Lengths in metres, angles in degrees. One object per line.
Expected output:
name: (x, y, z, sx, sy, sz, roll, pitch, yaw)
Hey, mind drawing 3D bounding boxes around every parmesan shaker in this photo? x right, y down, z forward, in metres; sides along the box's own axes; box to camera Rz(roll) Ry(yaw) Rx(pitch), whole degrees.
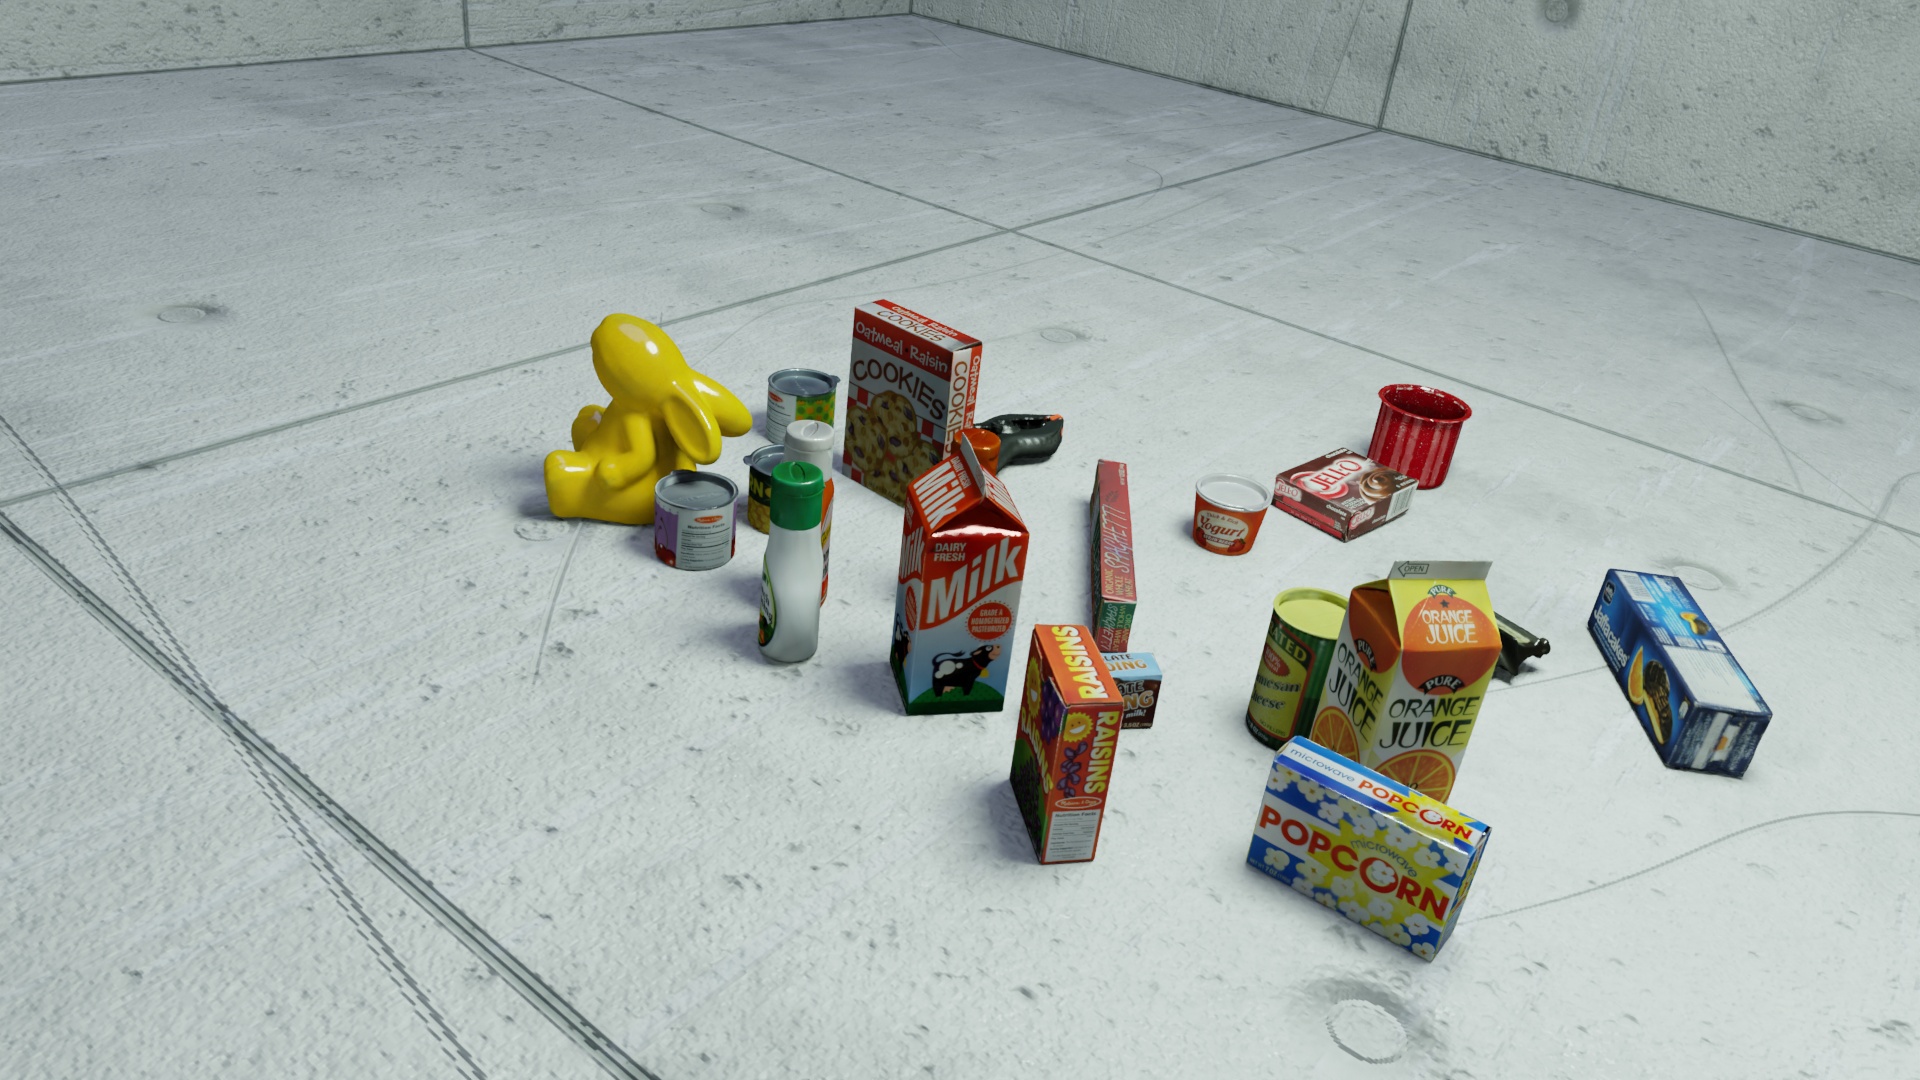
parmesan shaker: (0.246, 0.095, 0.985, 0.071, 0.102, 0.071, 6, 29, -3)

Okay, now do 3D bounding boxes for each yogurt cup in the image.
yogurt cup: (0.240, -0.022, 1.245, 0.072, 0.053, 0.073, 6, 29, -3)

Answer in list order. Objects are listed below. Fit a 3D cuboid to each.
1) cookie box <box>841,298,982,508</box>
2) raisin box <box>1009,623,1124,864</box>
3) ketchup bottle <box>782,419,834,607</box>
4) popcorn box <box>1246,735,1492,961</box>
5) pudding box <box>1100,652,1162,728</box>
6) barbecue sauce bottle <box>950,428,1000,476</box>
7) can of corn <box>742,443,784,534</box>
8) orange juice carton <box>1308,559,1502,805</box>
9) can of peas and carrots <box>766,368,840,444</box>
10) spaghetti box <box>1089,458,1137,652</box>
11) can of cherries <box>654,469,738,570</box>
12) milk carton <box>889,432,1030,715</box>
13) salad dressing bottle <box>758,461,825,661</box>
cookie box: (-0.045, -0.115, 1.231, 0.123, 0.166, 0.040, 29, 35, 34)
raisin box: (0.064, 0.126, 0.867, 0.040, 0.122, 0.086, 0, 29, -12)
ketchup bottle: (-0.120, -0.018, 1.059, 0.043, 0.148, 0.065, 9, 29, 4)
popcorn box: (0.244, 0.184, 0.842, 0.127, 0.084, 0.038, 25, 33, 29)
pudding box: (0.098, 0.107, 0.986, 0.084, 0.049, 0.030, 0, 30, -13)
barbecue sauce bottle: (0.004, -0.014, 1.079, 0.044, 0.147, 0.065, 20, 31, 23)
can of corn: (-0.151, -0.043, 1.190, 0.071, 0.058, 0.071, 6, 29, -3)
orange juice carton: (0.288, 0.095, 0.903, 0.072, 0.191, 0.073, 0, 29, -13)
can of peas and carrots: (-0.152, -0.128, 1.341, 0.071, 0.058, 0.071, 6, 29, -3)
spaghetti box: (0.127, 0.007, 1.170, 0.029, 0.050, 0.251, 7, 29, 1)
can of cherries: (-0.215, -0.018, 1.129, 0.071, 0.058, 0.072, 6, 29, -3)
milk carton: (-0.001, 0.024, 0.966, 0.073, 0.189, 0.072, -1, 30, -15)
salad dressing bottle: (-0.121, 0.016, 0.999, 0.044, 0.147, 0.064, -1, 30, -15)
